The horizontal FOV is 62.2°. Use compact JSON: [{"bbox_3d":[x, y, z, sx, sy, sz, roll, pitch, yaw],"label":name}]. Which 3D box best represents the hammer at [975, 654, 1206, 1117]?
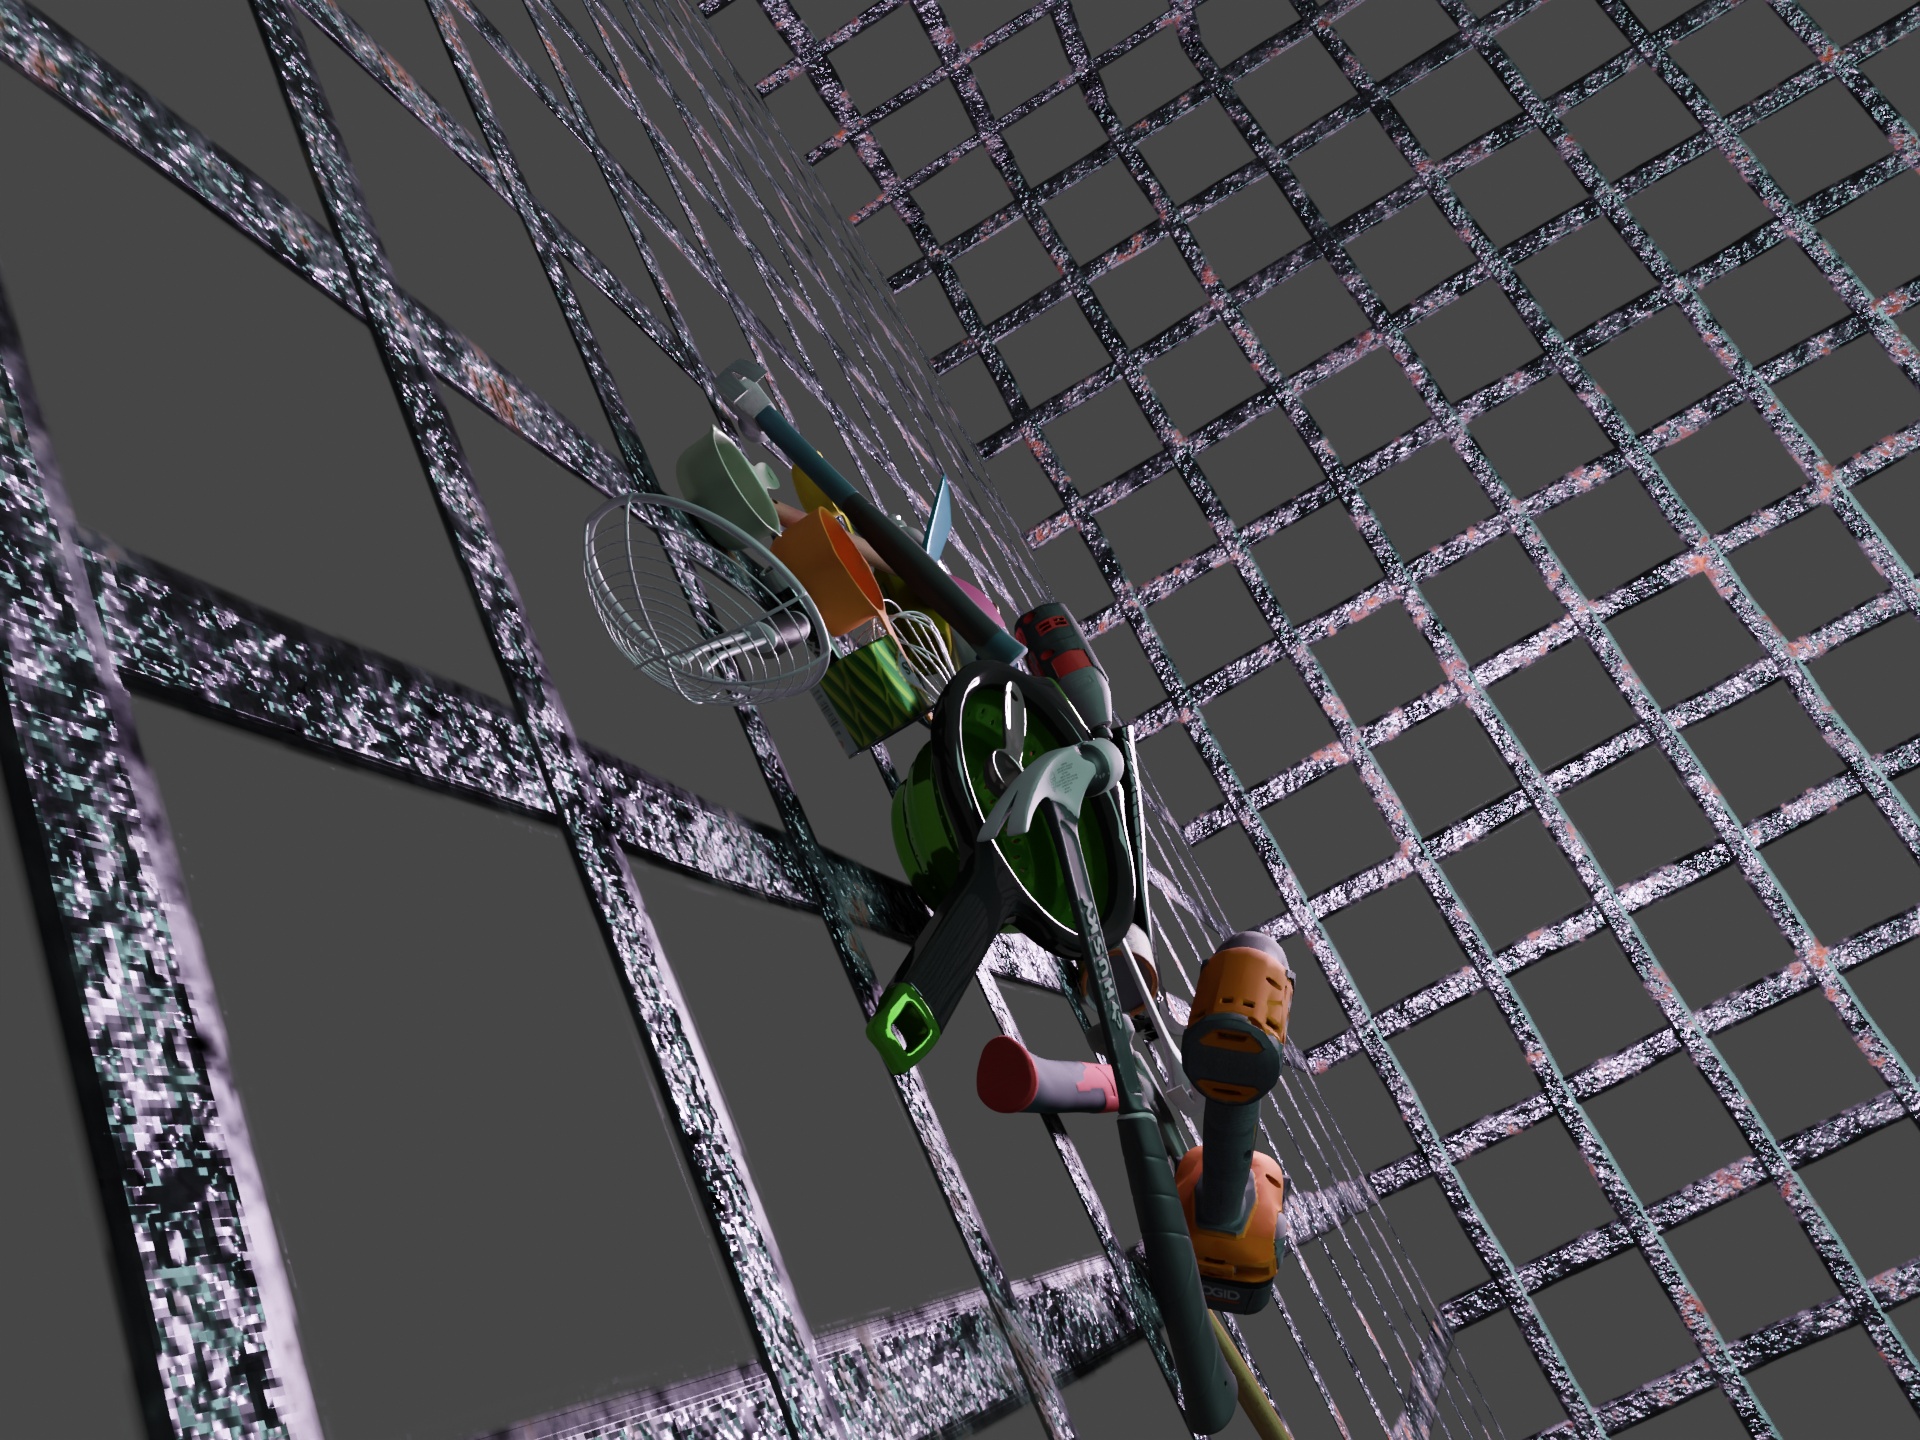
[{"bbox_3d":[0.106,0.123,1.269,0.144,0.035,0.406,58,8,-79],"label":"hammer"}]

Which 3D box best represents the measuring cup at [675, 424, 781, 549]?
[{"bbox_3d":[-0.150,-0.154,1.068,0.083,0.038,0.167,59,7,-8],"label":"measuring cup"}]

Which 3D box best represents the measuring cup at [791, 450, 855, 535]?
[{"bbox_3d":[-0.109,-0.164,1.379,0.062,0.029,0.156,-104,174,-46],"label":"measuring cup"}]

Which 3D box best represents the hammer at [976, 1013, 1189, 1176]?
[{"bbox_3d":[0.090,0.261,1.070,0.143,0.038,0.386,65,10,19],"label":"hammer"}]

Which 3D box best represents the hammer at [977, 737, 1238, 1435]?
[{"bbox_3d":[0.099,0.218,0.936,0.149,0.036,0.409,-16,92,-61],"label":"hammer"}]

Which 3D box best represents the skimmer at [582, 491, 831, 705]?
[{"bbox_3d":[-0.108,-0.066,0.857,0.127,0.090,0.363,28,8,1],"label":"skimmer"}]

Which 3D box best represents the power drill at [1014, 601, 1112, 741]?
[{"bbox_3d":[0.096,-0.007,1.544,0.219,0.078,0.143,98,-32,-65],"label":"power drill"}]

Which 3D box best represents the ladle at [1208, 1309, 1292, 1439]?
[{"bbox_3d":[0.228,0.508,1.083,0.315,0.031,0.069,58,7,1],"label":"ladle"}]

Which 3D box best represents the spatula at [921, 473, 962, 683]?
[{"bbox_3d":[-0.001,-0.067,1.412,0.082,0.044,0.318,82,-4,-65],"label":"spatula"}]

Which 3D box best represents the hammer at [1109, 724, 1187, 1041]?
[{"bbox_3d":[0.174,0.151,1.554,0.146,0.035,0.335,51,30,-54],"label":"hammer"}]

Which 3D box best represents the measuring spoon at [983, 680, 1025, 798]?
[{"bbox_3d":[0.027,0.012,0.988,0.034,0.018,0.124,46,24,-21],"label":"measuring spoon"}]

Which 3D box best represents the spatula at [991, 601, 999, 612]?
[{"bbox_3d":[0.033,-0.064,1.626,0.060,0.018,0.315,62,-5,14],"label":"spatula"}]

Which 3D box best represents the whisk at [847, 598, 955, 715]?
[{"bbox_3d":[-0.001,-0.004,1.276,0.284,0.070,0.070,48,15,-47],"label":"whisk"}]

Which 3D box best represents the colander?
[{"bbox_3d":[-0.004,0.101,0.967,0.204,0.094,0.397,57,28,-10],"label":"colander"}]

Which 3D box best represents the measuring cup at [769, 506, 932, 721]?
[{"bbox_3d":[-0.079,-0.066,1.134,0.173,0.052,0.095,63,9,4],"label":"measuring cup"}]

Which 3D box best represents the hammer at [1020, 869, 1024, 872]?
[{"bbox_3d":[0.097,0.147,1.462,0.149,0.036,0.358,63,9,17],"label":"hammer"}]

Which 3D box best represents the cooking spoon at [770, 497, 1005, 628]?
[{"bbox_3d":[-0.058,-0.128,1.283,0.318,0.017,0.069,18,31,-53],"label":"cooking spoon"}]

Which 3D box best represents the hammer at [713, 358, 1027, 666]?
[{"bbox_3d":[-0.070,-0.150,1.171,0.331,0.033,0.128,46,-5,18],"label":"hammer"}]

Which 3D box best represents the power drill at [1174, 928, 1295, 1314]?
[{"bbox_3d":[0.184,0.257,1.062,0.164,0.084,0.226,-53,146,-63],"label":"power drill"}]
